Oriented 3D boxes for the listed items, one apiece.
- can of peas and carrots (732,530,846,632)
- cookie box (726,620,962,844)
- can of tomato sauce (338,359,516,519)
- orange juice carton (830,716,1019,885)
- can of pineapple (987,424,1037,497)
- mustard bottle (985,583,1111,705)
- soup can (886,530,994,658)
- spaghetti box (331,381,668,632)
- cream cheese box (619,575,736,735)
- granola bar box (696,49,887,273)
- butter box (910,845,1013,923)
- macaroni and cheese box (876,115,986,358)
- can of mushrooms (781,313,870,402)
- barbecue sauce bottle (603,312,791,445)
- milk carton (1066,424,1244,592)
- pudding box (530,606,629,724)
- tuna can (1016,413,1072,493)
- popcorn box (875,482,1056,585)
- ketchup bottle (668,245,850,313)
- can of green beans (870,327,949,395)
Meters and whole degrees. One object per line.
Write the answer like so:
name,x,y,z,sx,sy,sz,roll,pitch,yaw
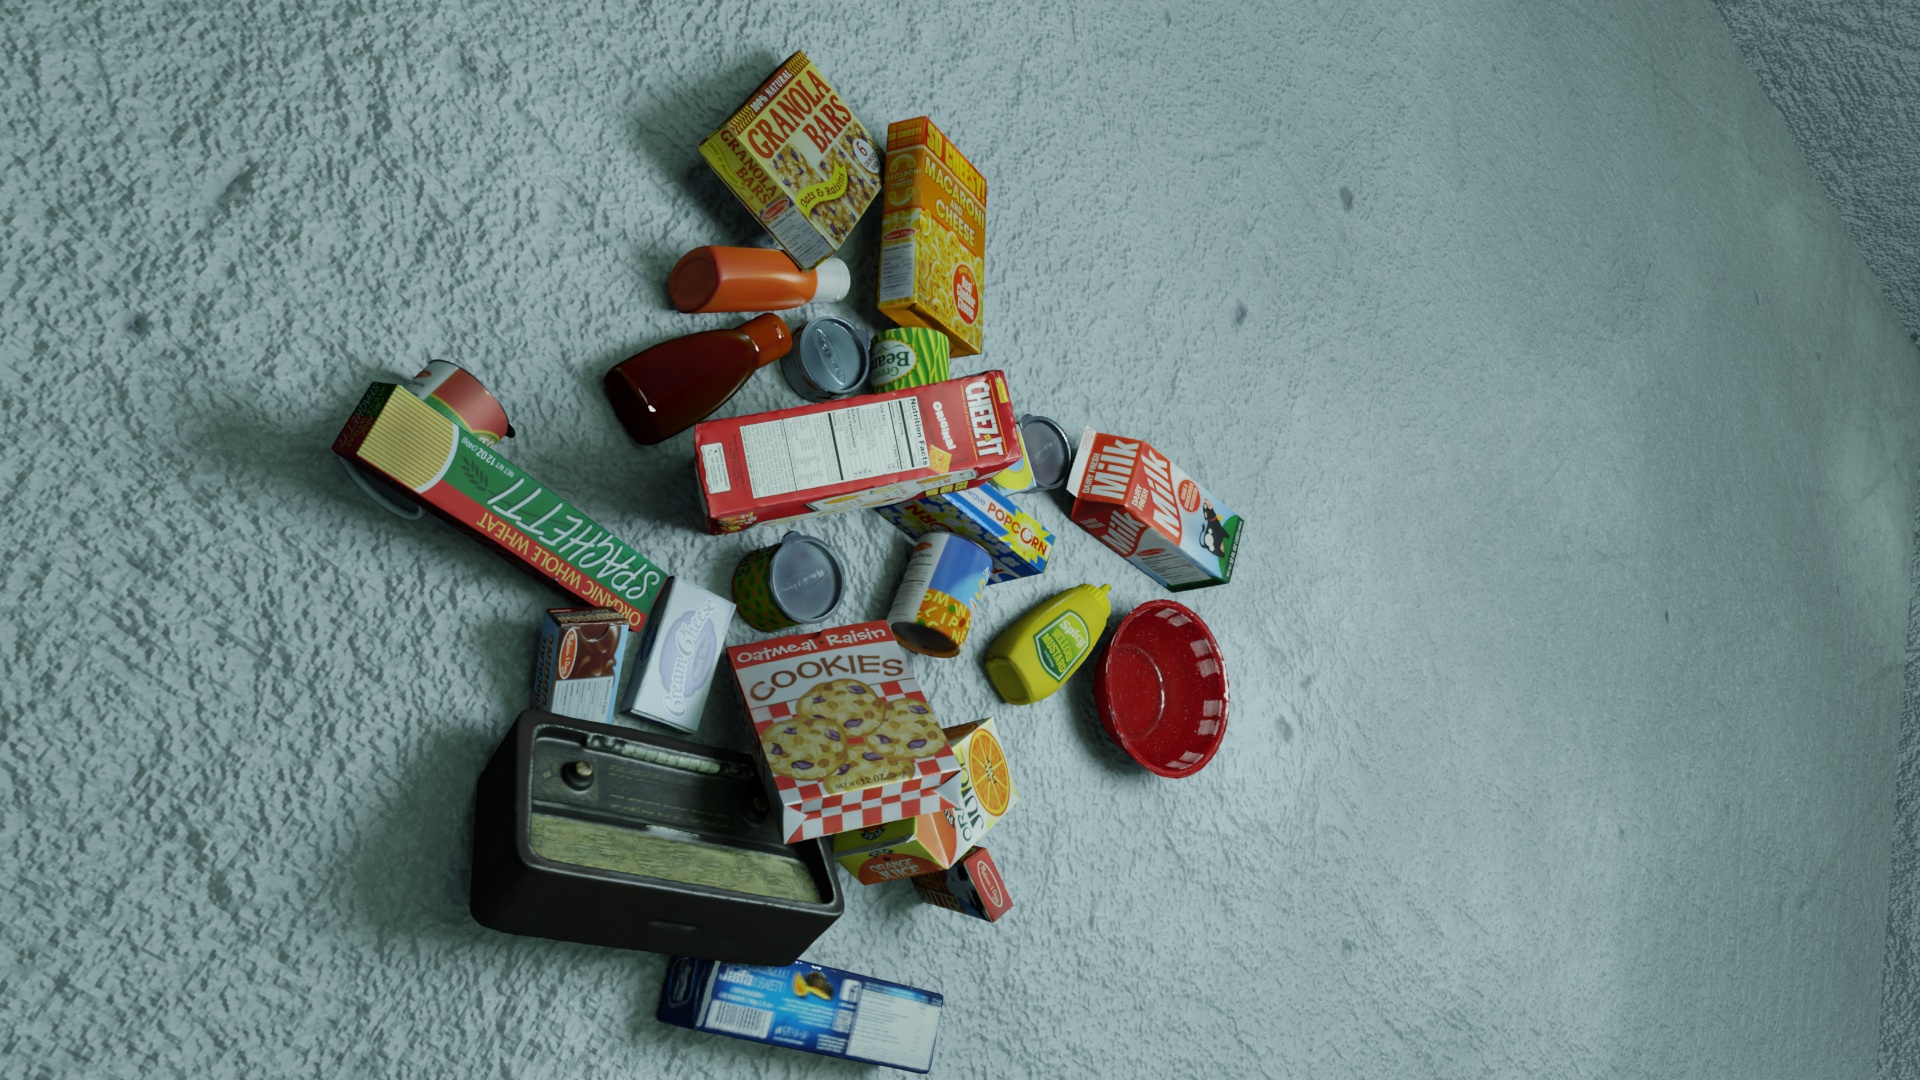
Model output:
can of peas and carrots,-0.130,0.031,1.041,0.071,0.058,0.071,10,74,-37
cookie box,-0.085,0.127,0.972,0.123,0.168,0.040,-9,127,-19
can of tomato sauce,-0.340,-0.063,0.887,0.071,0.071,0.083,48,56,-21
orange juice carton,-0.029,0.197,1.030,0.193,0.071,0.073,-22,95,-66
can of pineapple,0.024,-0.062,1.183,0.071,0.071,0.058,-18,92,-40
mustard bottle,0.089,0.078,1.214,0.161,0.048,0.065,-41,108,-37
soup can,-0.015,0.046,1.126,0.071,0.071,0.084,36,61,-28
spaghetti box,-0.284,-0.014,0.891,0.249,0.028,0.050,44,63,-47
cream cheese box,-0.201,0.083,0.994,0.053,0.024,0.104,28,64,-31
granola bar box,-0.125,-0.302,1.098,0.124,0.039,0.166,48,35,-20
butter box,-0.005,0.257,1.064,0.024,0.103,0.053,-30,102,-30
macaroni and cheese box,-0.022,-0.253,1.175,0.123,0.040,0.167,28,60,-60
can of mushrooms,-0.107,-0.146,1.116,0.071,0.033,0.071,10,74,-37
barbecue sauce bottle,-0.190,-0.128,1.038,0.149,0.043,0.064,-36,104,-39
milk carton,0.171,-0.029,1.288,0.190,0.073,0.072,33,61,-30
pudding box,-0.253,0.087,0.924,0.050,0.030,0.083,-1,112,-38
tuna can,0.064,-0.078,1.239,0.071,0.032,0.071,10,74,-38
popcorn box,0.004,-0.014,1.143,0.126,0.085,0.038,37,59,-27
ketchup bottle,-0.150,-0.201,1.077,0.149,0.064,0.043,-12,80,-49
can of green beans,-0.042,-0.138,1.145,0.071,0.071,0.058,7,76,-38
